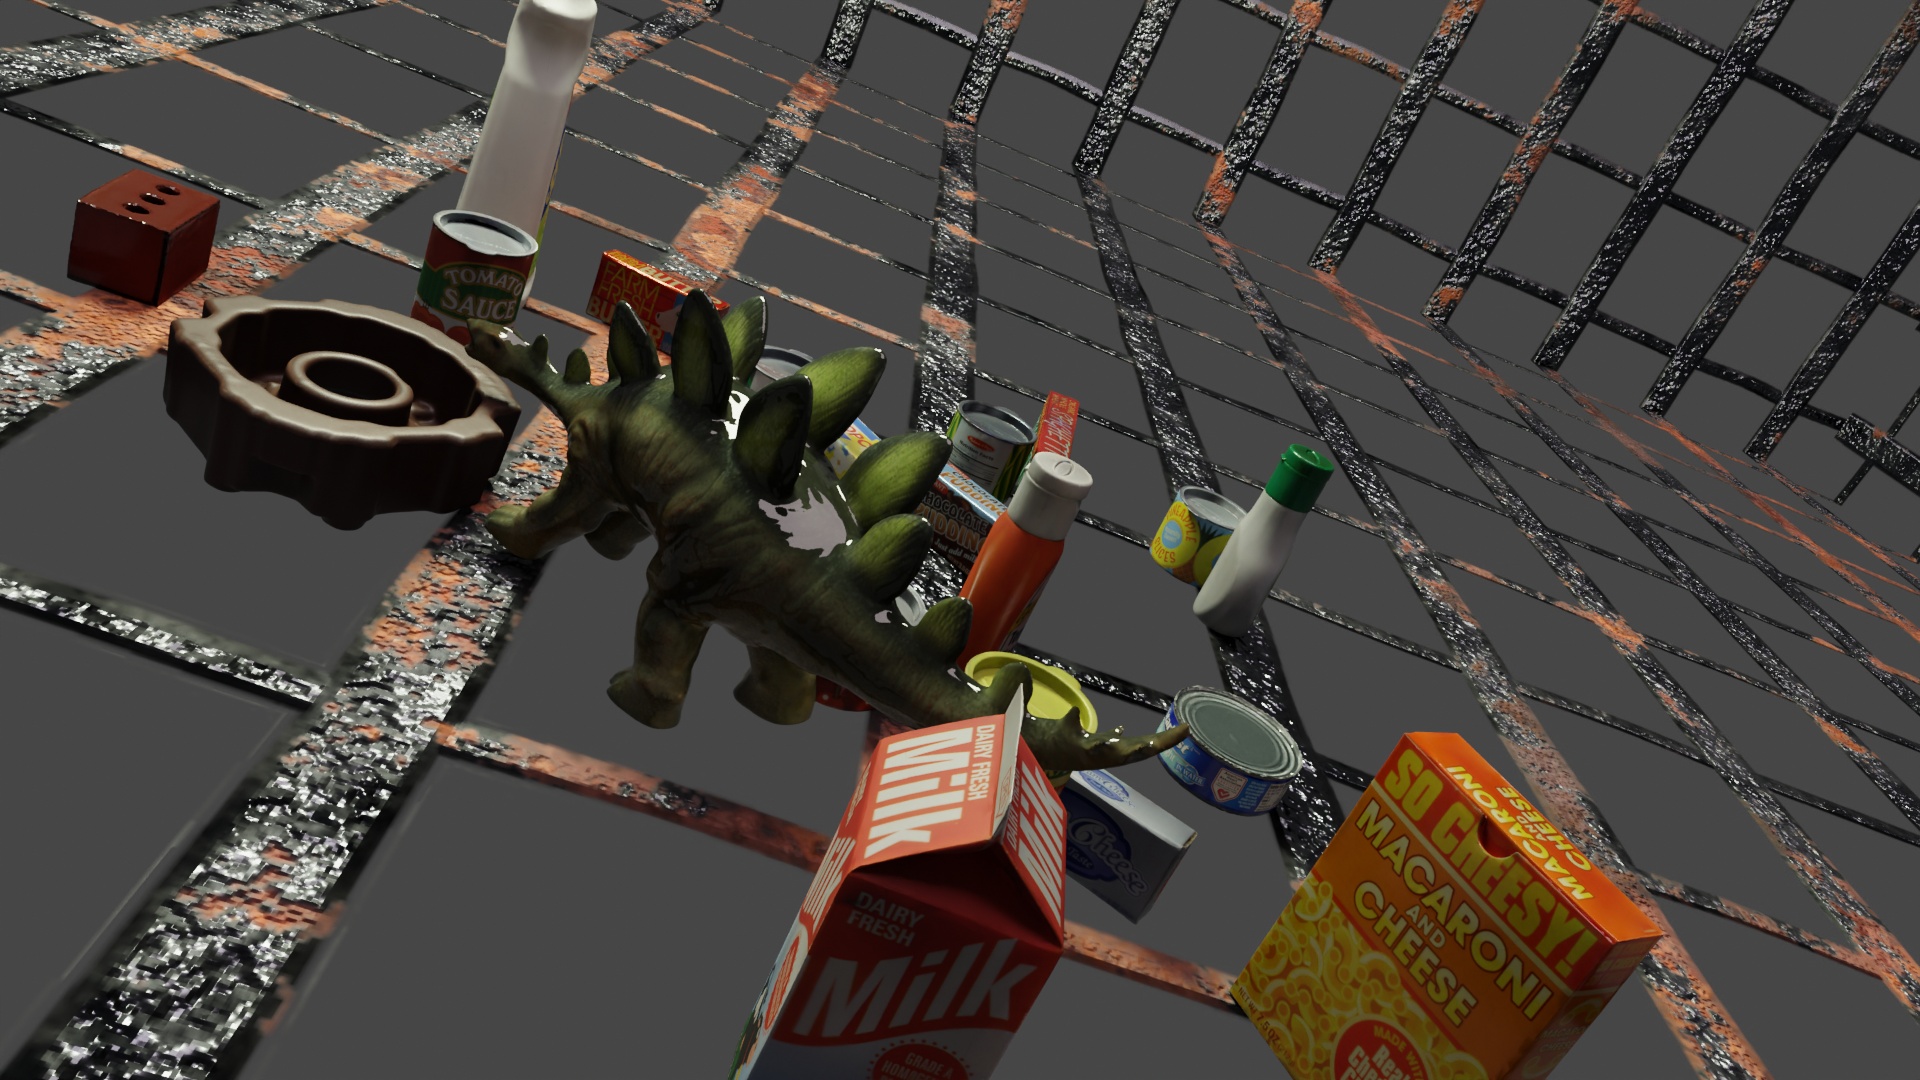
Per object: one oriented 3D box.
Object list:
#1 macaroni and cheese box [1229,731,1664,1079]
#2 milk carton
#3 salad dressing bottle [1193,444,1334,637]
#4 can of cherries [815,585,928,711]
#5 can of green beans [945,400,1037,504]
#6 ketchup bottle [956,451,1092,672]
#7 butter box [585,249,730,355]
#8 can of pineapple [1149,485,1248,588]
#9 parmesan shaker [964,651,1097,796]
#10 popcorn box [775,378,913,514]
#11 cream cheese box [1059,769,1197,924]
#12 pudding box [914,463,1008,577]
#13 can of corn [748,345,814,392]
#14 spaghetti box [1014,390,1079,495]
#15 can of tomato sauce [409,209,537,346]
[{"bbox_3d":[0.202,0.187,0.607,0.040,0.165,0.124,7,30,-35],"label":"macaroni and cheese box"},{"bbox_3d":[-0.018,0.139,0.468,0.073,0.189,0.072,22,24,-6],"label":"milk carton"},{"bbox_3d":[0.223,0.000,1.021,0.044,0.147,0.064,24,24,-2],"label":"salad dressing bottle"},{"bbox_3d":[-0.058,0.053,0.763,0.071,0.058,0.072,20,25,-10],"label":"can of cherries"},{"bbox_3d":[0.018,-0.067,1.075,0.071,0.057,0.071,20,25,-10],"label":"can of green beans"},{"bbox_3d":[0.028,0.020,0.799,0.043,0.148,0.065,28,24,7],"label":"ketchup bottle"},{"bbox_3d":[-0.234,-0.179,1.070,0.103,0.053,0.024,27,24,4],"label":"butter box"},{"bbox_3d":[0.190,-0.003,1.104,0.071,0.057,0.071,20,25,-10],"label":"can of pineapple"},{"bbox_3d":[0.015,0.113,0.657,0.071,0.102,0.071,21,24,-10],"label":"parmesan shaker"},{"bbox_3d":[-0.085,-0.036,0.883,0.038,0.085,0.127,-1,35,-45],"label":"popcorn box"},{"bbox_3d":[0.061,0.142,0.702,0.104,0.053,0.024,33,25,17],"label":"cream cheese box"},{"bbox_3d":[0.003,-0.012,0.960,0.084,0.049,0.030,40,28,29],"label":"pudding box"},{"bbox_3d":[-0.131,-0.100,1.002,0.071,0.058,0.071,20,25,-10],"label":"can of corn"},{"bbox_3d":[0.067,-0.059,1.113,0.029,0.050,0.251,24,24,-3],"label":"spaghetti box"},{"bbox_3d":[-0.326,-0.167,0.926,0.071,0.082,0.071,21,25,-10],"label":"can of tomato sauce"}]
